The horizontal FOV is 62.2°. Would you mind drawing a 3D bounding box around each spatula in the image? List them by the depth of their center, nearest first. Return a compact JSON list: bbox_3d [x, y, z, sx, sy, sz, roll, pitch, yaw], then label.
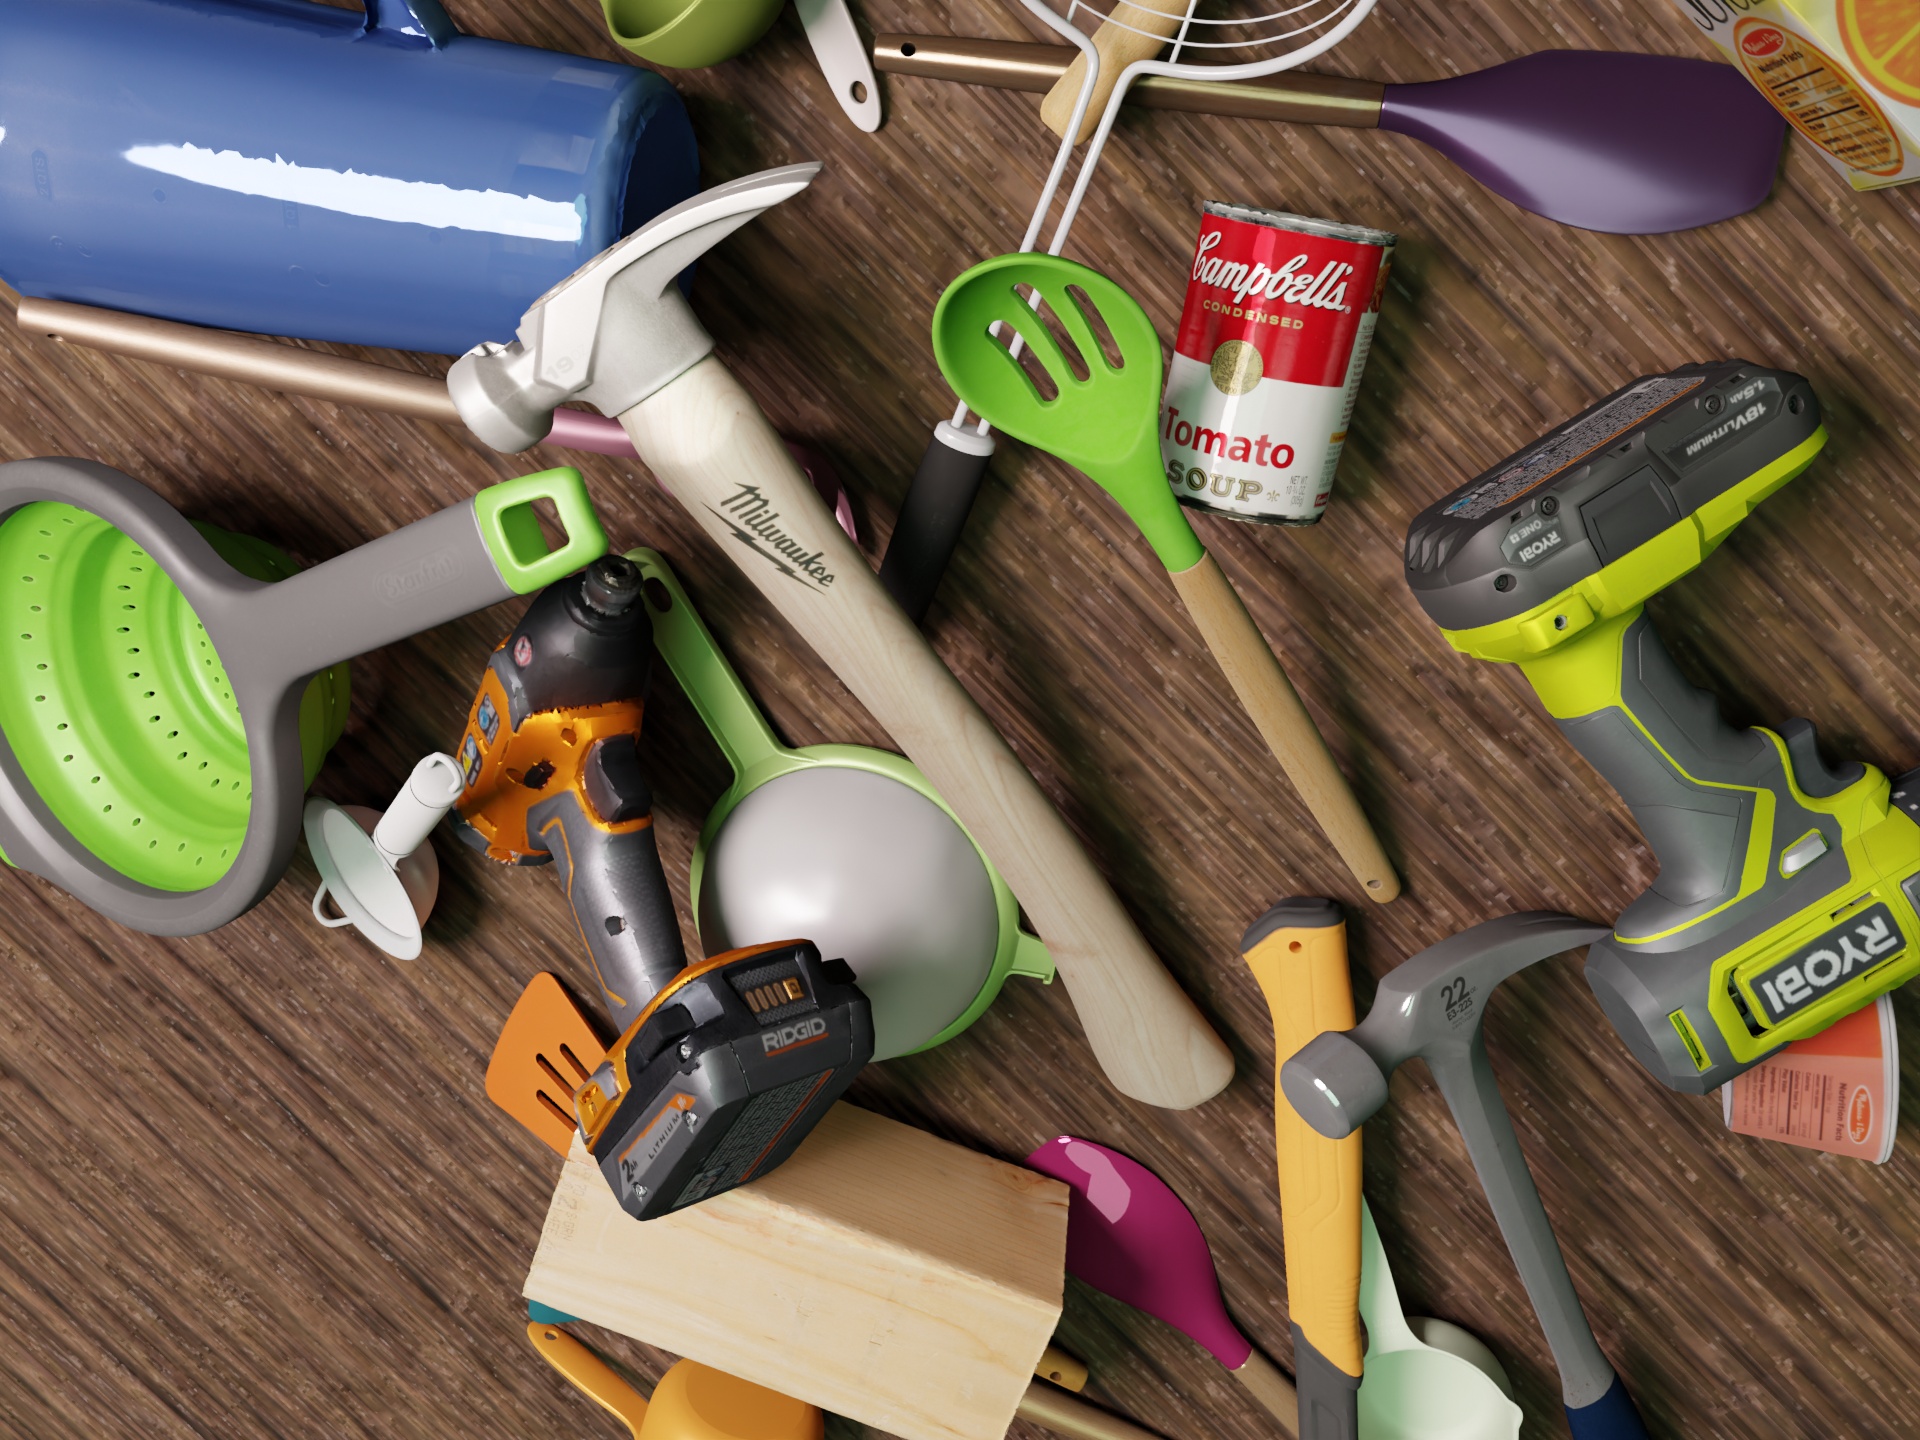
[{"bbox_3d":[0.122,-0.217,0.560,0.316,0.018,0.059,11,99,9],"label":"spatula"},{"bbox_3d":[-0.082,0.231,0.755,0.322,0.041,0.081,29,111,-1],"label":"spatula"},{"bbox_3d":[-0.047,0.300,0.756,0.317,0.044,0.082,20,110,5],"label":"spatula"}]

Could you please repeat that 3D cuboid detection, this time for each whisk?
[{"bbox_3d":[0.113,-0.289,0.516,0.047,0.051,0.245,41,109,-4],"label":"whisk"}]

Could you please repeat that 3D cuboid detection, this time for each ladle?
[{"bbox_3d":[-0.201,-0.326,0.579,0.320,0.062,0.078,29,87,8],"label":"ladle"}]

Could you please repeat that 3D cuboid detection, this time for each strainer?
[{"bbox_3d":[-0.080,0.046,0.667,0.151,0.069,0.256,-27,101,20],"label":"strainer"},{"bbox_3d":[-0.236,0.050,0.671,0.087,0.050,0.258,56,149,-3],"label":"strainer"}]

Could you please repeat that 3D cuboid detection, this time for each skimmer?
[{"bbox_3d":[0.020,-0.137,0.539,0.127,0.090,0.363,19,124,-8],"label":"skimmer"}]

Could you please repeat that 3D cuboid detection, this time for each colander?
[{"bbox_3d":[-0.267,-0.036,0.641,0.397,0.094,0.204,-15,101,32],"label":"colander"}]

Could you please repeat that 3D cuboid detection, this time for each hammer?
[{"bbox_3d":[-0.001,-0.002,0.595,0.146,0.038,0.410,-28,115,20],"label":"hammer"},{"bbox_3d":[0.259,0.261,0.652,0.144,0.035,0.405,-32,109,-19],"label":"hammer"},{"bbox_3d":[0.159,0.239,0.661,0.127,0.034,0.337,-2,98,25],"label":"hammer"}]

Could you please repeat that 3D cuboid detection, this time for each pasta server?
[{"bbox_3d":[-0.191,-0.113,0.608,0.316,0.060,0.040,11,74,-11],"label":"pasta server"}]

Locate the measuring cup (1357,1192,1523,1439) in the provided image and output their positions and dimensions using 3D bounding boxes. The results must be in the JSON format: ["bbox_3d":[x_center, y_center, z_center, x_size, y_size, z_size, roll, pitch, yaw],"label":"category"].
[{"bbox_3d":[0.187,0.257,0.693,0.083,0.038,0.167,-20,92,20],"label":"measuring cup"}]

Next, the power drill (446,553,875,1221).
[{"bbox_3d":[-0.124,0.056,0.614,0.227,0.084,0.164,58,136,24],"label":"power drill"}]

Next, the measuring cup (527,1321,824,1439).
[{"bbox_3d":[-0.143,0.326,0.778,0.174,0.095,0.052,26,107,24],"label":"measuring cup"}]

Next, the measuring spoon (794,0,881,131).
[{"bbox_3d":[-0.054,-0.279,0.586,0.034,0.018,0.124,-8,114,38],"label":"measuring spoon"}]

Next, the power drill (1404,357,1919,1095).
[{"bbox_3d":[0.278,-0.006,0.553,0.190,0.080,0.228,-32,99,4],"label":"power drill"}]

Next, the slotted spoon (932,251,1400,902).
[{"bbox_3d":[0.090,-0.038,0.569,0.070,0.031,0.313,-18,125,30],"label":"slotted spoon"}]

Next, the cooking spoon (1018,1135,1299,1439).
[{"bbox_3d":[0.146,0.308,0.726,0.319,0.017,0.068,44,112,-2],"label":"cooking spoon"}]
